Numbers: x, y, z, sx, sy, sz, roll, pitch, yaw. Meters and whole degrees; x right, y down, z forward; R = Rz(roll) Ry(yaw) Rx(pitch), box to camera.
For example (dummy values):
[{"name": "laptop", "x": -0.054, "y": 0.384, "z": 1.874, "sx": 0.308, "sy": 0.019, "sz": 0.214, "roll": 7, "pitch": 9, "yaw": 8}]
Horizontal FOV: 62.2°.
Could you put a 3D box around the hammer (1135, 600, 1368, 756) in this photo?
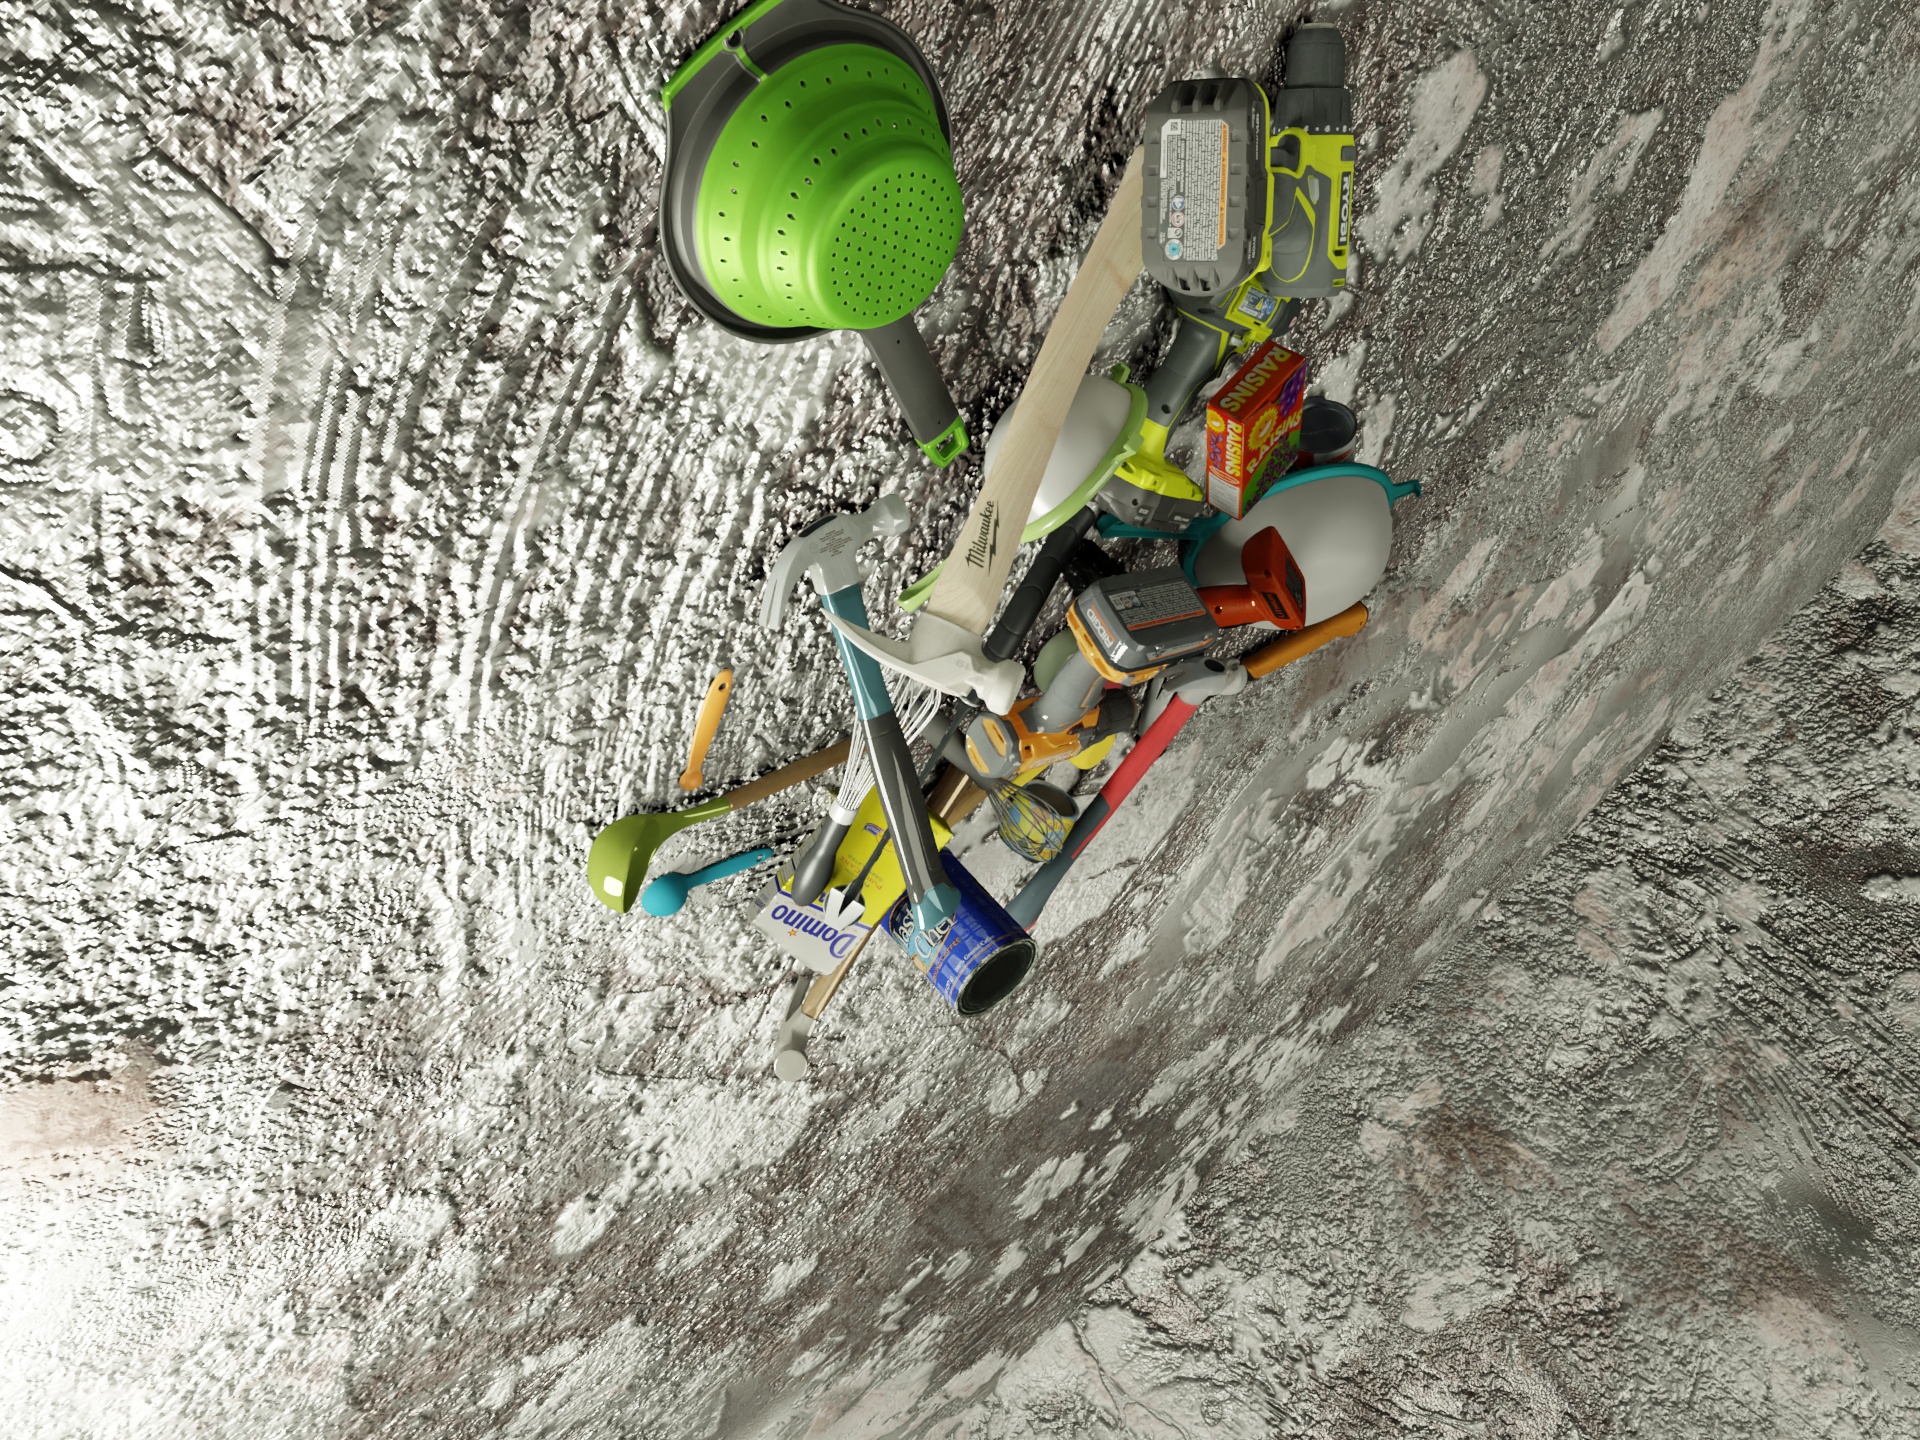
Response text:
[{"name": "hammer", "x": 0.329, "y": -0.068, "z": 1.737, "sx": 0.337, "sy": 0.034, "sz": 0.127, "roll": -25, "pitch": 145, "yaw": -30}]

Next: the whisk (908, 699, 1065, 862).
[{"name": "whisk", "x": 0.024, "y": 0.056, "z": 1.445, "sx": 0.055, "sy": 0.055, "sz": 0.238, "roll": -45, "pitch": 127, "yaw": -1}]

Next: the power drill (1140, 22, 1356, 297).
[{"name": "power drill", "x": 0.215, "y": -0.391, "z": 1.116, "sx": 0.228, "sy": 0.080, "sz": 0.190, "roll": -27, "pitch": 122, "yaw": -51}]

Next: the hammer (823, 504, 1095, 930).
[{"name": "hammer", "x": -0.002, "y": -0.004, "z": 1.318, "sx": 0.409, "sy": 0.036, "sz": 0.149, "roll": -59, "pitch": 180, "yaw": -4}]

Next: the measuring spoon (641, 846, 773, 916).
[{"name": "measuring spoon", "x": -0.208, "y": 0.136, "z": 1.342, "sx": 0.128, "sy": 0.021, "sz": 0.042, "roll": -20, "pitch": 141, "yaw": -34}]

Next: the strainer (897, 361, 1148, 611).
[{"name": "strainer", "x": 0.027, "y": -0.180, "z": 1.213, "sx": 0.256, "sy": 0.152, "sz": 0.069, "roll": -39, "pitch": 115, "yaw": 24}]

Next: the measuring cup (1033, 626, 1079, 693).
[{"name": "measuring cup", "x": 0.069, "y": -0.022, "z": 1.478, "sx": 0.167, "sy": 0.038, "sz": 0.083, "roll": -43, "pitch": 149, "yaw": -1}]

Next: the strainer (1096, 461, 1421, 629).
[{"name": "strainer", "x": 0.272, "y": -0.144, "z": 1.469, "sx": 0.340, "sy": 0.095, "sz": 0.211, "roll": -2, "pitch": 152, "yaw": -35}]

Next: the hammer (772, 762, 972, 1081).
[{"name": "hammer", "x": -0.081, "y": 0.177, "z": 1.490, "sx": 0.331, "sy": 0.031, "sz": 0.130, "roll": -58, "pitch": -170, "yaw": 3}]

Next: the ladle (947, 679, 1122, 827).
[{"name": "ladle", "x": 0.061, "y": 0.029, "z": 1.538, "sx": 0.315, "sy": 0.031, "sz": 0.069, "roll": -42, "pitch": 152, "yaw": -3}]

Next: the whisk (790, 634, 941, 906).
[{"name": "whisk", "x": -0.082, "y": 0.049, "z": 1.306, "sx": 0.070, "sy": 0.070, "sz": 0.284, "roll": -9, "pitch": 136, "yaw": -45}]

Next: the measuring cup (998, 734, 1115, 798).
[{"name": "measuring cup", "x": 0.098, "y": 0.045, "z": 1.578, "sx": 0.156, "sy": 0.029, "sz": 0.062, "roll": -33, "pitch": 151, "yaw": -35}]

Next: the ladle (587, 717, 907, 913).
[{"name": "ladle", "x": -0.161, "y": 0.065, "z": 1.287, "sx": 0.320, "sy": 0.062, "sz": 0.078, "roll": -25, "pitch": 145, "yaw": -35}]

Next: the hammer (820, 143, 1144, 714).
[{"name": "hammer", "x": 0.048, "y": -0.217, "z": 1.109, "sx": 0.038, "sy": 0.146, "sz": 0.411, "roll": 62, "pitch": 52, "yaw": -82}]

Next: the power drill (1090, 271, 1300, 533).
[{"name": "power drill", "x": 0.190, "y": -0.269, "z": 1.296, "sx": 0.171, "sy": 0.080, "sz": 0.223, "roll": -1, "pitch": 125, "yaw": -55}]

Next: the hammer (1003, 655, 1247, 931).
[{"name": "hammer", "x": 0.143, "y": 0.085, "z": 1.640, "sx": 0.143, "sy": 0.038, "sz": 0.386, "roll": -6, "pitch": 139, "yaw": -50}]

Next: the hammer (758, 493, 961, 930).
[{"name": "hammer", "x": -0.058, "y": 0.006, "z": 1.200, "sx": 0.128, "sy": 0.033, "sz": 0.330, "roll": -24, "pitch": 110, "yaw": -24}]

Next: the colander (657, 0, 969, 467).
[{"name": "colander", "x": -0.042, "y": -0.264, "z": 1.002, "sx": 0.204, "sy": 0.095, "sz": 0.396, "roll": -43, "pitch": 149, "yaw": -5}]

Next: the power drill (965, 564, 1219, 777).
[{"name": "power drill", "x": 0.126, "y": -0.037, "z": 1.374, "sx": 0.185, "sy": 0.084, "sz": 0.226, "roll": -14, "pitch": 156, "yaw": -40}]

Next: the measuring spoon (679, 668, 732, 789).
[{"name": "measuring spoon", "x": -0.193, "y": 0.010, "z": 1.222, "sx": 0.021, "sy": 0.011, "sz": 0.116, "roll": -11, "pitch": 135, "yaw": -43}]
